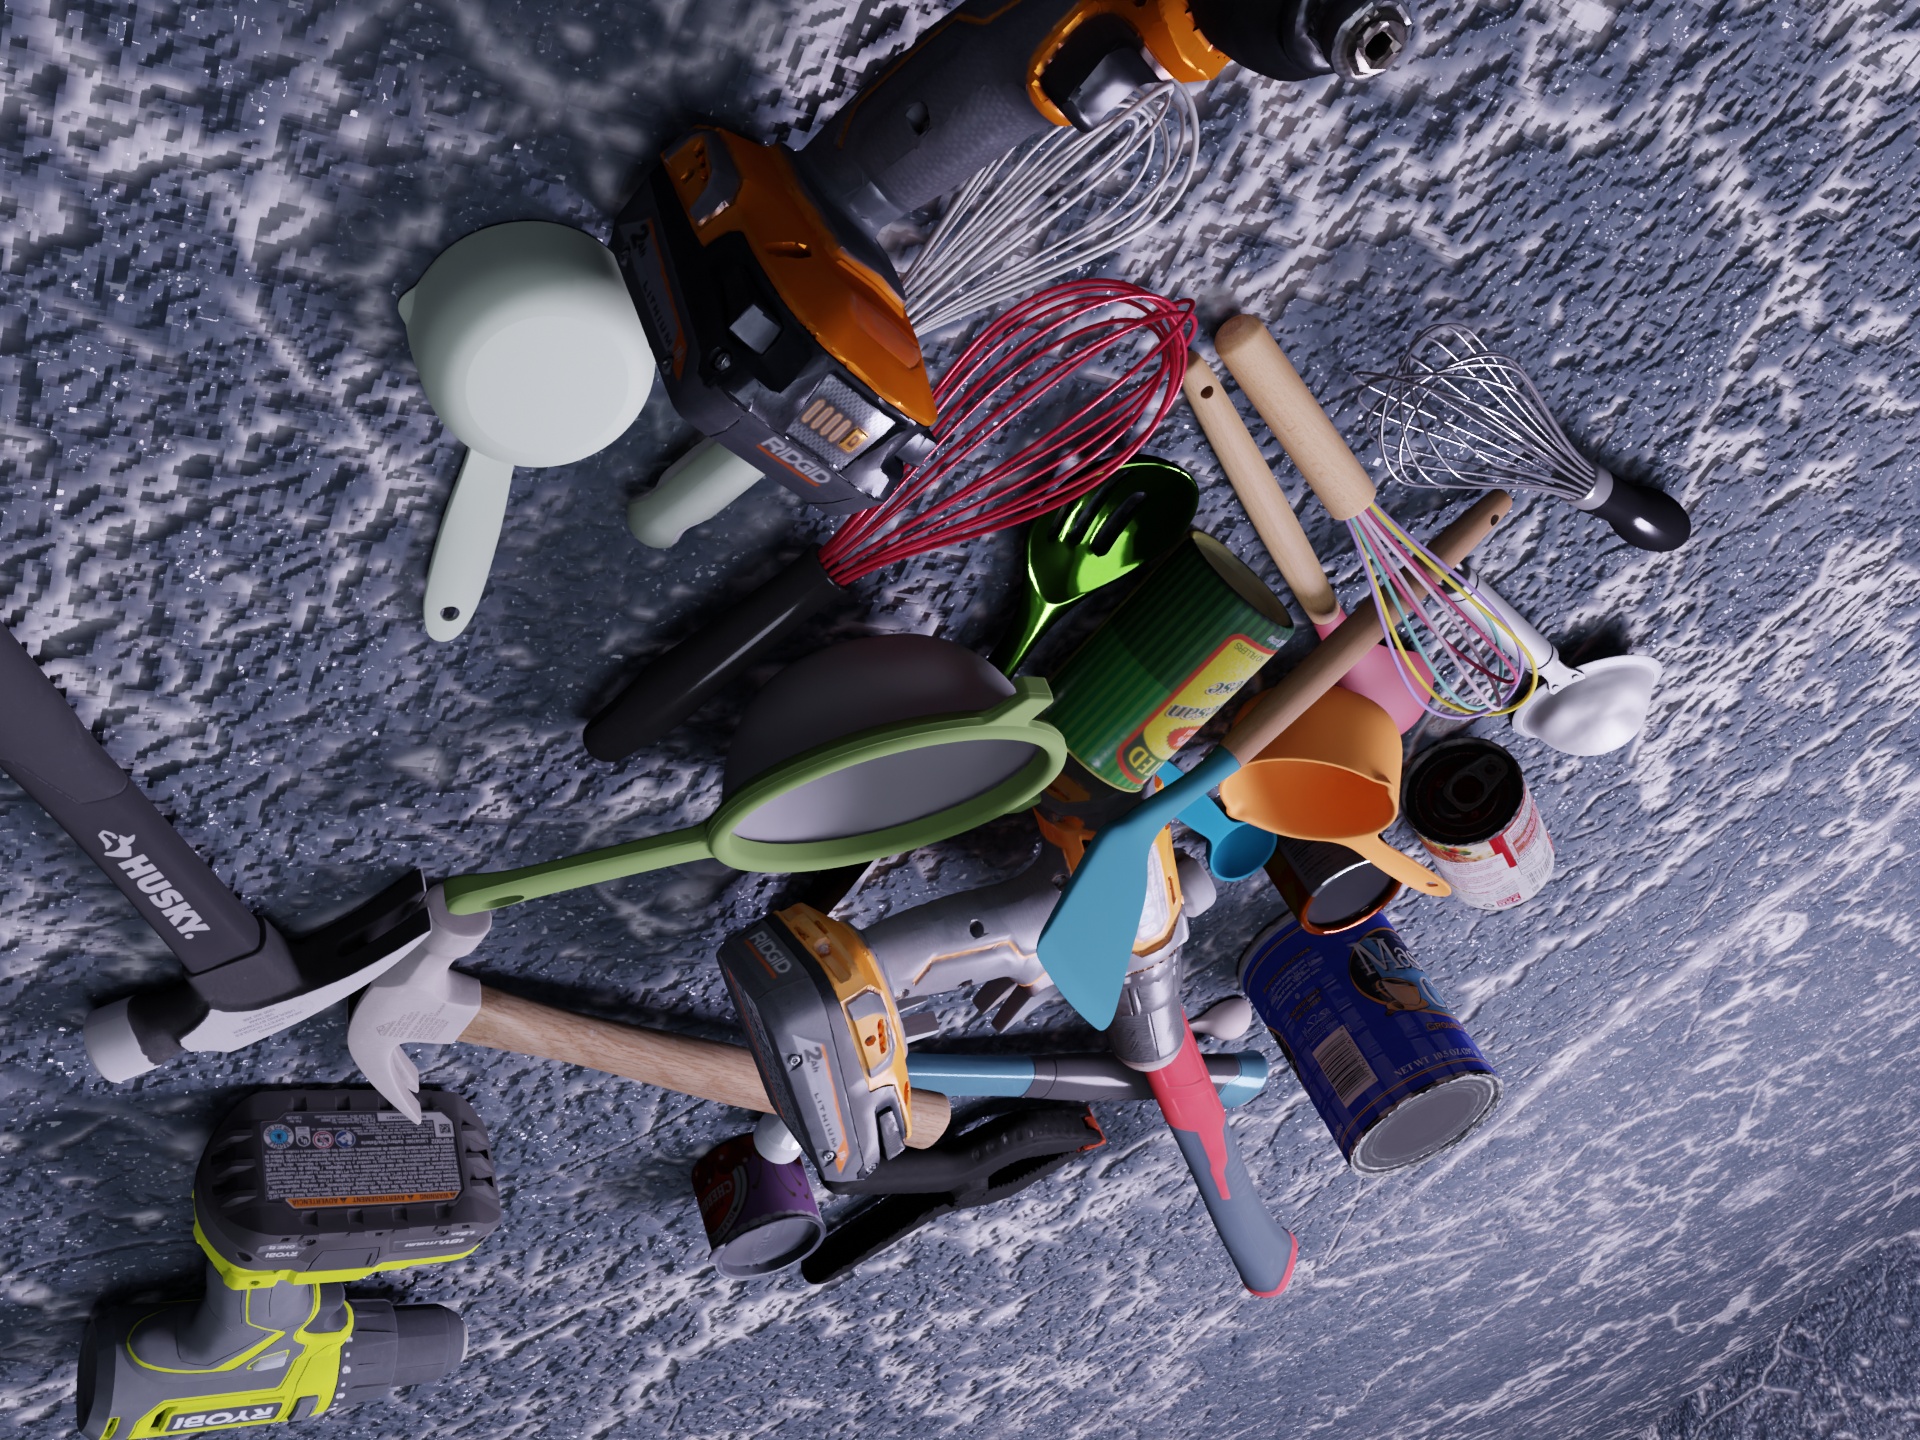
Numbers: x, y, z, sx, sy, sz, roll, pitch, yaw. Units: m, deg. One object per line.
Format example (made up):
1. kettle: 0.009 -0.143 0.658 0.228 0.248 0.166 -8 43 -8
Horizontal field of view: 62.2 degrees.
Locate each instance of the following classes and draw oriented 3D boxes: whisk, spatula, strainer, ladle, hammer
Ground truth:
1. whisk: 0.271 -0.117 0.732 0.284 0.070 0.070 11 127 -44
2. spatula: 0.150 0.005 0.732 0.317 0.044 0.082 -43 134 -7
3. whisk: -0.035 -0.069 0.605 0.296 0.073 0.073 -35 140 17
4. whisk: -0.023 -0.139 0.552 0.246 0.058 0.059 -36 105 14
5. strainer: -0.087 0.019 0.651 0.256 0.069 0.151 -14 161 -3
6. whisk: 0.183 -0.081 0.684 0.244 0.047 0.051 46 74 -30
7. strainer: 0.315 -0.029 0.859 0.087 0.050 0.258 -33 139 29
8. ladle: 0.163 -0.066 0.744 0.069 0.031 0.315 -35 138 9
9. hammer: 0.048 0.215 0.957 0.330 0.033 0.128 8 128 -30
10. hammer: -0.141 0.172 0.793 0.331 0.031 0.130 23 121 -35
11. hammer: -0.309 0.014 0.556 0.146 0.035 0.334 -21 139 -8
12. hammer: 0.130 0.248 0.965 0.143 0.038 0.385 -33 128 -11

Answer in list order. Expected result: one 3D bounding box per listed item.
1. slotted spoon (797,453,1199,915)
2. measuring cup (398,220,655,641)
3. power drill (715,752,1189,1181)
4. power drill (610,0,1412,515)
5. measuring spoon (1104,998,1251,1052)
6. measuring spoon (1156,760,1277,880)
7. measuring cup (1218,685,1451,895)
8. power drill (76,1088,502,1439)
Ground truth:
1. slotted spoon: -0.001 -0.002 0.718 0.070 0.031 0.313 13 127 -36
2. measuring cup: -0.154 -0.083 0.535 0.083 0.038 0.167 5 128 -33
3. power drill: 0.014 0.133 0.775 0.226 0.084 0.185 -26 121 -19
4. power drill: 0.012 -0.166 0.447 0.226 0.164 0.084 -41 139 18
5. measuring spoon: 0.133 0.211 1.025 0.124 0.018 0.034 -18 139 -11
6. measuring spoon: 0.125 0.045 0.852 0.042 0.021 0.128 -44 129 9
7. measuring cup: 0.206 0.037 0.821 0.173 0.052 0.095 32 148 -34
8. power drill: -0.319 0.283 0.804 0.190 0.080 0.228 9 130 -36
